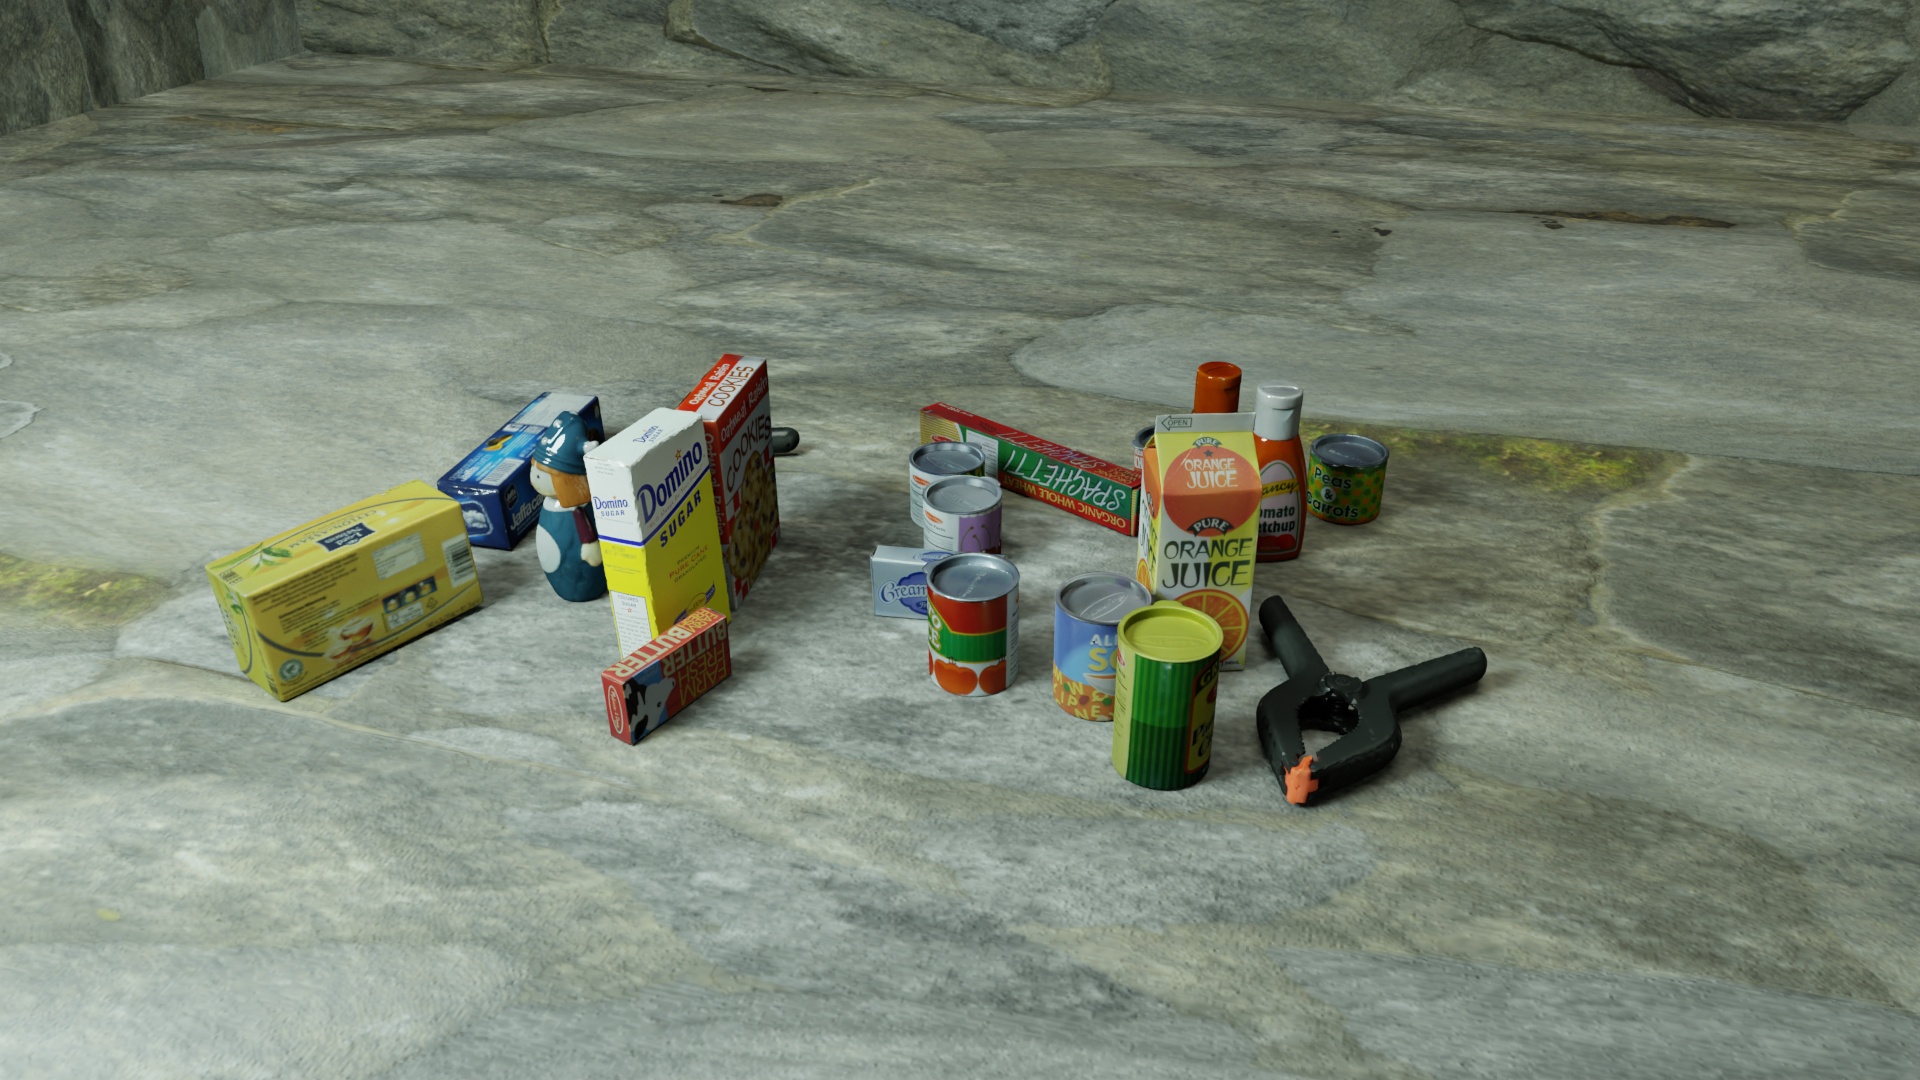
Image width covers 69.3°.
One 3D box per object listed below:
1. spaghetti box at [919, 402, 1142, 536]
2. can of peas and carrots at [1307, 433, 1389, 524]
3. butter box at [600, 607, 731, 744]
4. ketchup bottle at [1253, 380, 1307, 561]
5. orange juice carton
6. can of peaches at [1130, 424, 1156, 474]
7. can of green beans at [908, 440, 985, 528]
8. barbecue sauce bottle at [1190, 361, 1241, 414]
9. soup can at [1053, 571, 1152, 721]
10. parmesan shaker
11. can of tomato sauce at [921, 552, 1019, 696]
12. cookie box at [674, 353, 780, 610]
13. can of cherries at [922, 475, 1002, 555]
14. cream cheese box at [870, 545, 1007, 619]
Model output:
[{"bbox_3d":[0.063,-0.067,1.252,0.250,0.050,0.029,23,37,35],"label":"spaghetti box"},{"bbox_3d":[0.336,-0.053,1.213,0.071,0.058,0.071,-1,29,0],"label":"can of peas and carrots"},{"bbox_3d":[-0.204,0.093,0.974,0.024,0.052,0.104,18,34,29],"label":"butter box"},{"bbox_3d":[0.252,-0.056,1.130,0.065,0.148,0.044,-1,29,-1],"label":"ketchup bottle"},{"bbox_3d":[0.169,-0.004,0.996,0.072,0.191,0.073,-2,29,-3],"label":"orange juice carton"},{"bbox_3d":[0.185,-0.064,1.237,0.071,0.057,0.071,-1,29,0],"label":"can of peaches"},{"bbox_3d":[-0.011,-0.047,1.212,0.071,0.057,0.071,-1,29,0],"label":"can of green beans"},{"bbox_3d":[0.211,-0.075,1.165,0.065,0.147,0.044,-17,33,-27],"label":"barbecue sauce bottle"},{"bbox_3d":[0.100,0.075,0.968,0.071,0.083,0.072,-1,29,0],"label":"soup can"},{"bbox_3d":[0.134,0.101,0.903,0.071,0.102,0.071,-1,29,0],"label":"parmesan shaker"},{"bbox_3d":[0.007,0.060,0.997,0.071,0.082,0.071,-1,29,0],"label":"can of tomato sauce"},{"bbox_3d":[-0.185,-0.048,1.107,0.040,0.166,0.123,4,30,9],"label":"cookie box"},{"bbox_3d":[0.004,-0.014,1.153,0.071,0.058,0.072,-1,29,0],"label":"can of cherries"},{"bbox_3d":[-0.016,0.035,1.072,0.104,0.053,0.024,5,30,9],"label":"cream cheese box"}]
